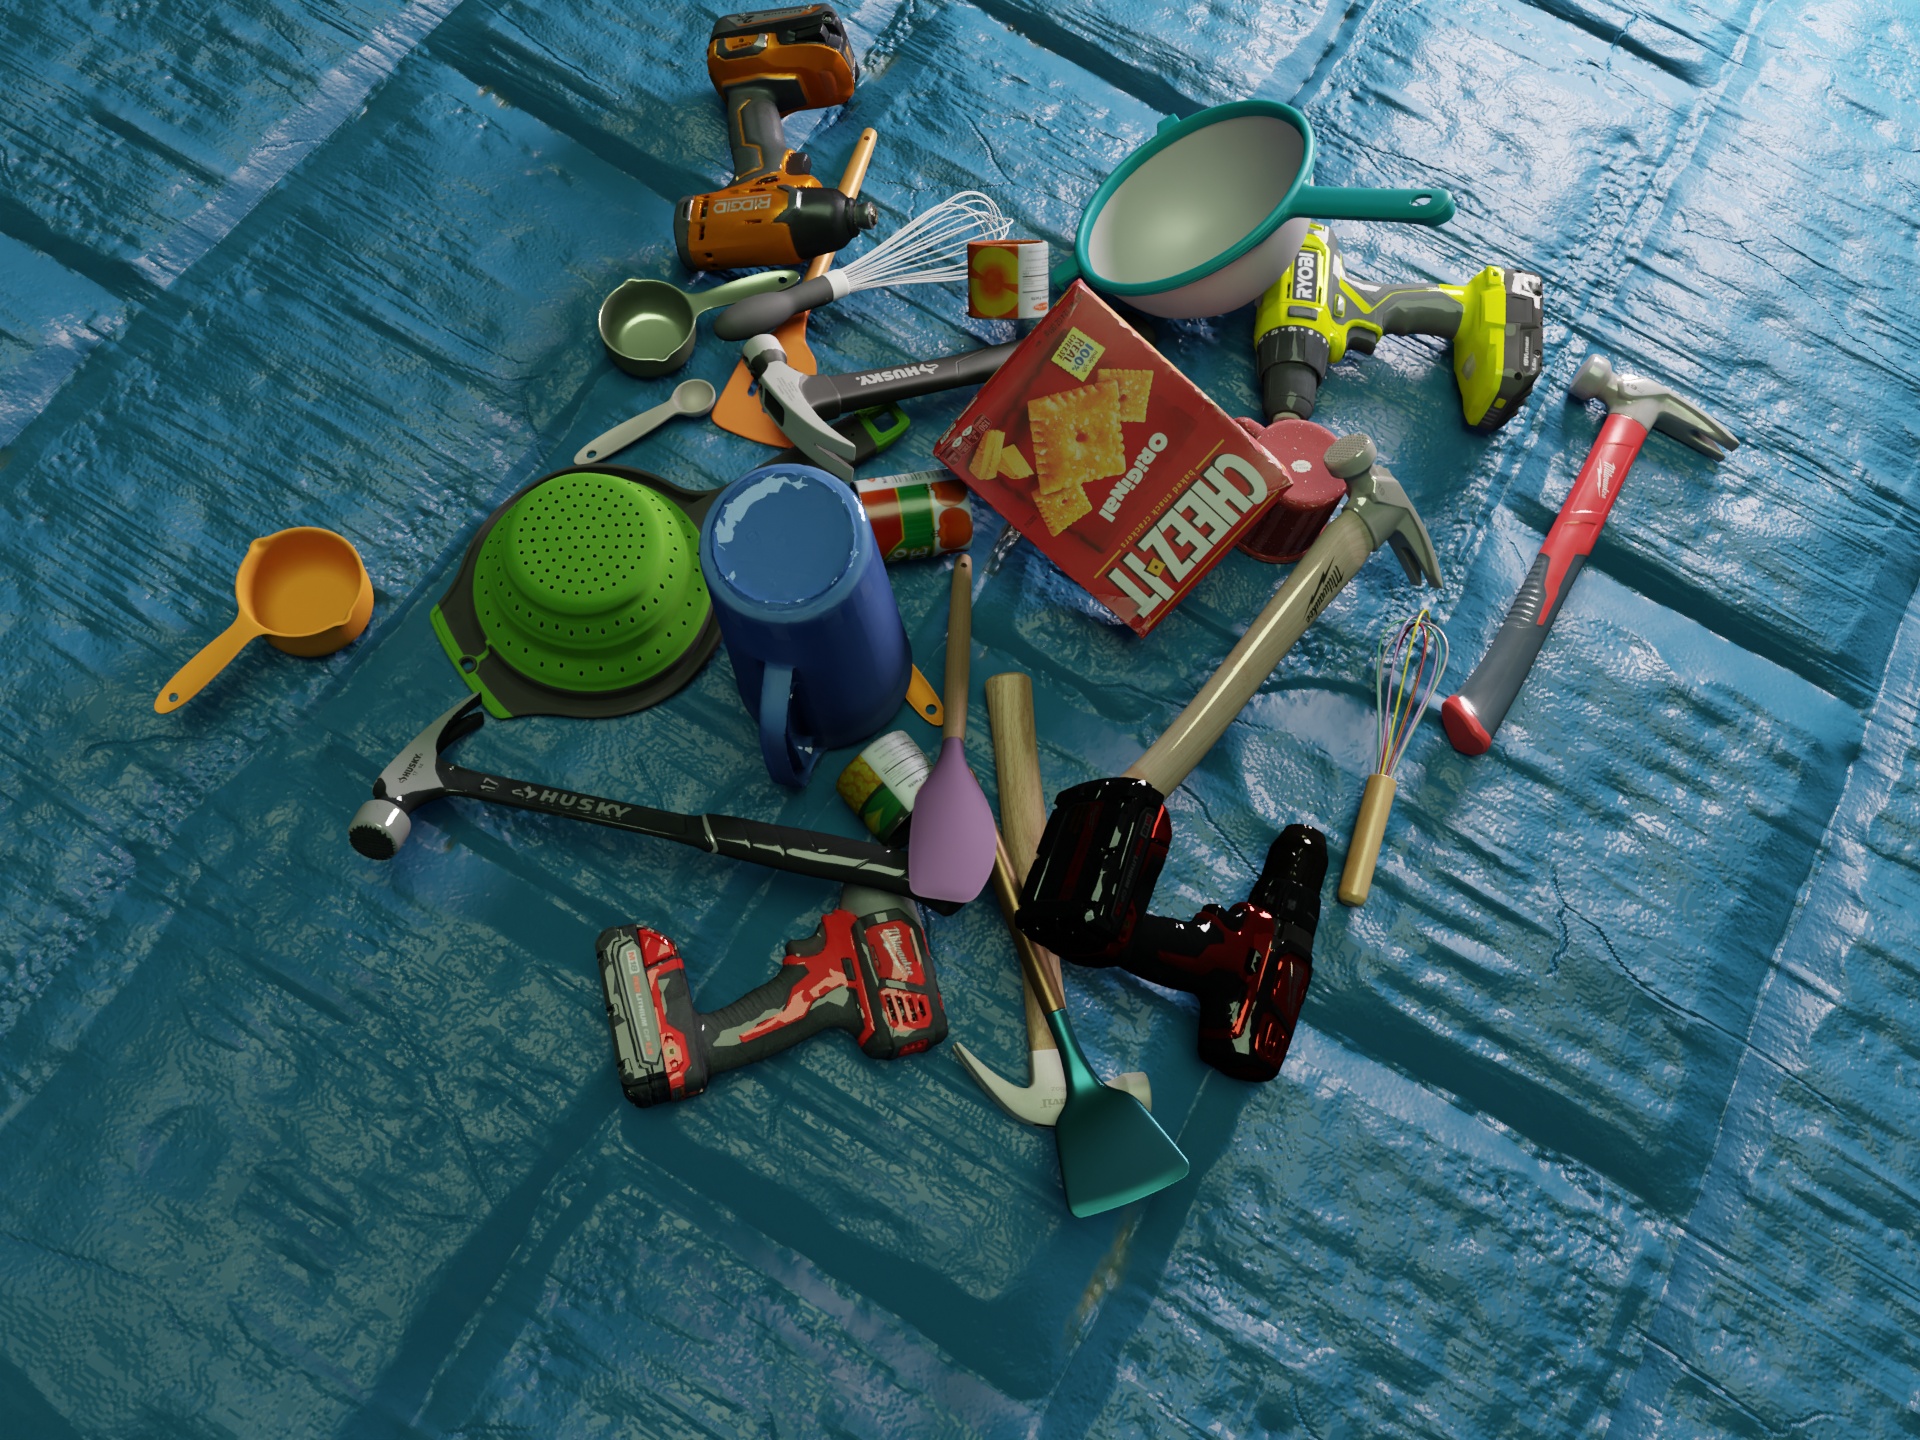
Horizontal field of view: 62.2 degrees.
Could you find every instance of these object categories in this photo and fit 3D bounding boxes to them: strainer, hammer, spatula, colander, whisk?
[{"bbox_3d":[0.249,-0.385,1.262,0.341,0.095,0.211,20,71,44],"label":"strainer"},{"bbox_3d":[0.497,-0.123,1.279,0.143,0.038,0.386,31,68,5],"label":"hammer"},{"bbox_3d":[-0.119,-0.369,1.318,0.081,0.041,0.323,17,63,-1],"label":"spatula"},{"bbox_3d":[-0.002,-0.004,1.137,0.059,0.018,0.316,8,50,-7],"label":"spatula"},{"bbox_3d":[0.203,-0.020,1.161,0.411,0.038,0.146,-48,120,-15],"label":"hammer"},{"bbox_3d":[0.056,0.170,1.073,0.082,0.044,0.318,-20,70,-4],"label":"spatula"},{"bbox_3d":[-0.189,0.070,1.081,0.409,0.036,0.149,11,40,2],"label":"hammer"},{"bbox_3d":[-0.204,-0.154,1.178,0.397,0.094,0.205,-33,76,-16],"label":"colander"},{"bbox_3d":[0.321,0.023,1.198,0.051,0.047,0.245,20,71,0],"label":"whisk"},{"bbox_3d":[-0.074,-0.360,1.278,0.284,0.070,0.070,-29,74,-25],"label":"whisk"},{"bbox_3d":[0.048,0.122,1.134,0.130,0.031,0.332,-3,68,-8],"label":"hammer"},{"bbox_3d":[0.009,-0.275,1.257,0.334,0.035,0.146,-16,55,-22],"label":"hammer"}]

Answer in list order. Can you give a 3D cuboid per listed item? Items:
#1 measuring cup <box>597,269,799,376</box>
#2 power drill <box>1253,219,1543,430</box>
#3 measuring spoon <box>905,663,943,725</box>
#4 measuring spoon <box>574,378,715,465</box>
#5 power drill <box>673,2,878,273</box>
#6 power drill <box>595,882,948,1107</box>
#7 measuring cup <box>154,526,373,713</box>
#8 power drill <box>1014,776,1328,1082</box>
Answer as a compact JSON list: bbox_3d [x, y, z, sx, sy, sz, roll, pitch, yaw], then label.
[{"bbox_3d":[-0.208,-0.326,1.279,0.167,0.038,0.083,-21,72,-13],"label":"measuring cup"},{"bbox_3d":[0.356,-0.313,1.319,0.228,0.080,0.191,9,66,0],"label":"power drill"},{"bbox_3d":[-0.048,-0.041,1.201,0.021,0.011,0.117,-36,79,-11],"label":"measuring spoon"},{"bbox_3d":[-0.248,-0.230,1.253,0.124,0.018,0.034,-31,63,-10],"label":"measuring spoon"},{"bbox_3d":[-0.141,-0.474,1.309,0.164,0.084,0.227,-1,69,13],"label":"power drill"},{"bbox_3d":[-0.128,0.173,1.072,0.219,0.078,0.143,-11,70,-13],"label":"power drill"},{"bbox_3d":[-0.497,-0.060,1.135,0.095,0.052,0.174,38,71,9],"label":"measuring cup"},{"bbox_3d":[0.161,0.120,1.081,0.226,0.080,0.188,34,65,-28],"label":"power drill"}]
